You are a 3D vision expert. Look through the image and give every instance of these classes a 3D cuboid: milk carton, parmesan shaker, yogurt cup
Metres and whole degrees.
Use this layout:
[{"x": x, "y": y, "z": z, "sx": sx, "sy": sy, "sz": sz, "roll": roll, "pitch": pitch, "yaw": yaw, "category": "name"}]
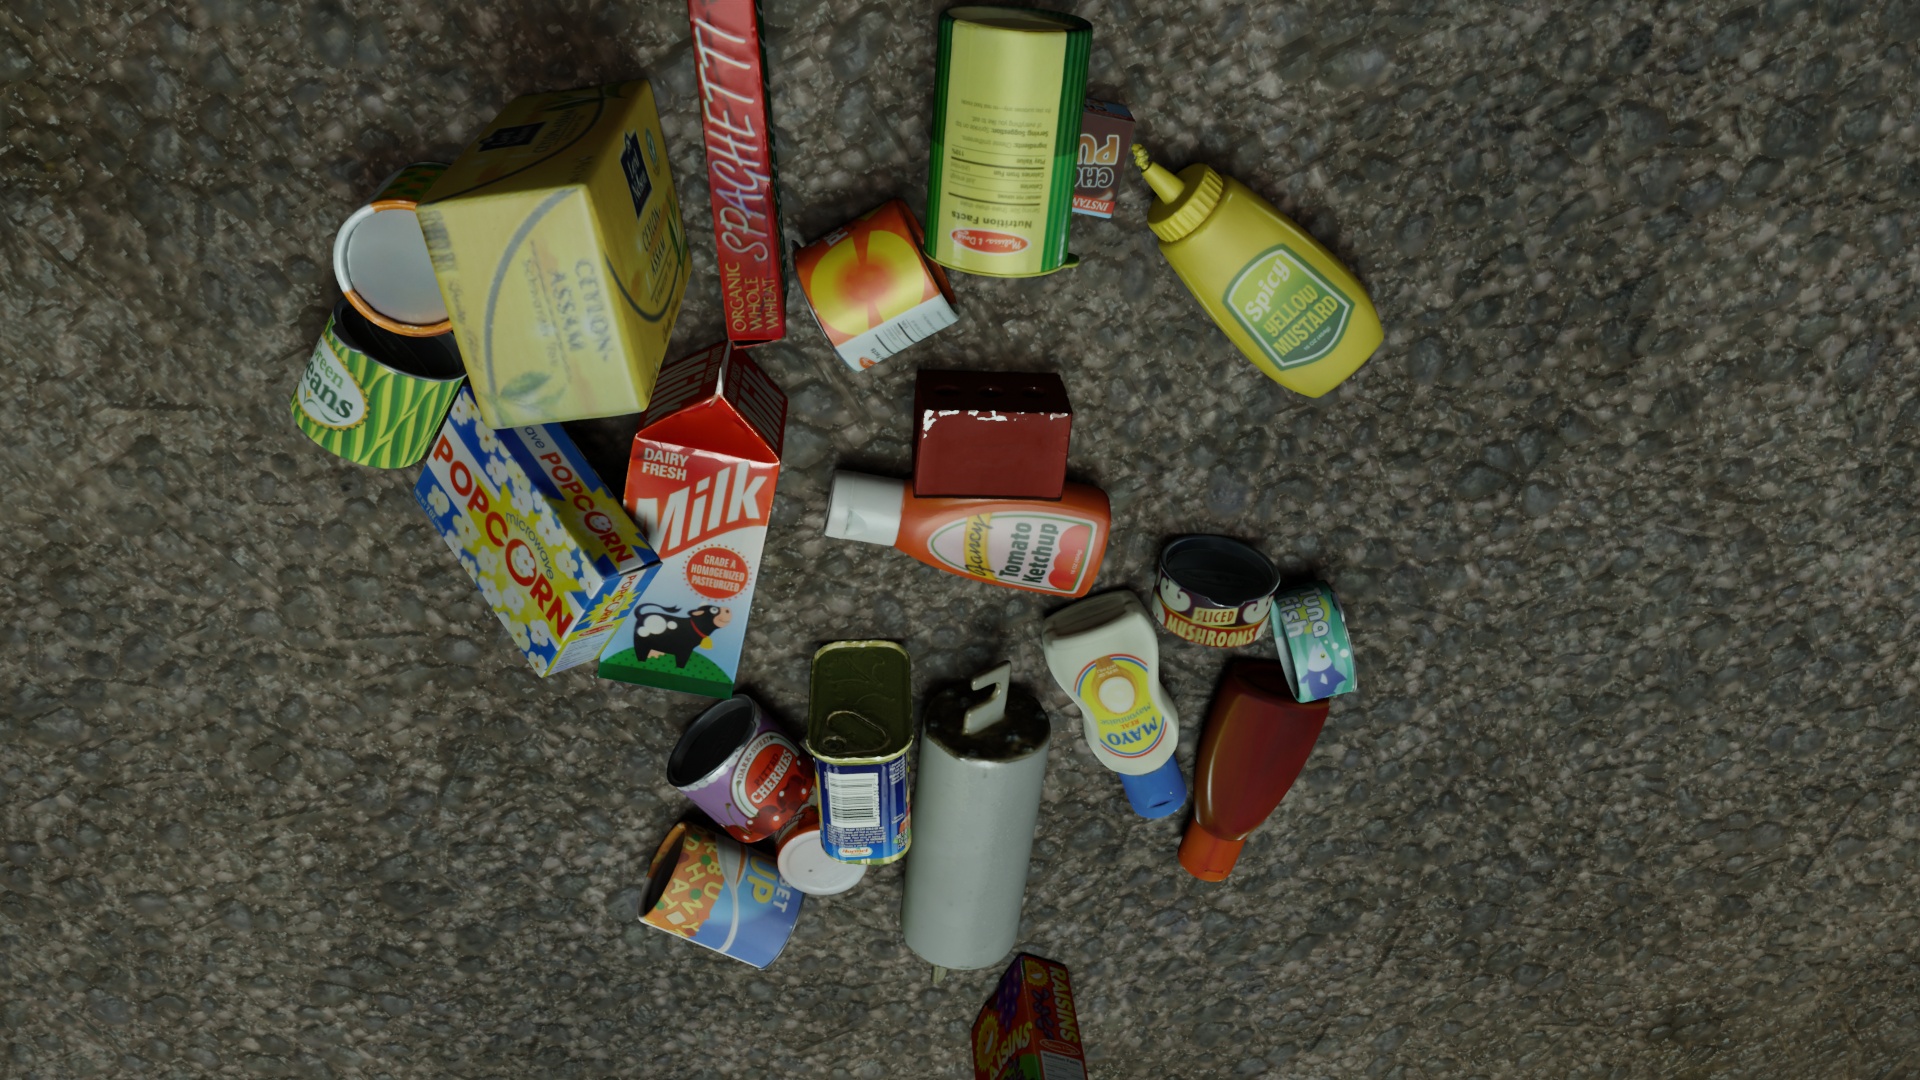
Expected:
[{"x": -0.135, "y": -0.017, "z": 0.717, "sx": 0.073, "sy": 0.073, "sz": 0.189, "roll": 11, "pitch": 119, "yaw": -10, "category": "milk carton"}, {"x": 0.023, "y": -0.174, "z": 0.604, "sx": 0.071, "sy": 0.071, "sz": 0.102, "roll": 2, "pitch": 119, "yaw": -6, "category": "parmesan shaker"}, {"x": -0.083, "y": 0.178, "z": 0.847, "sx": 0.072, "sy": 0.054, "sz": 0.072, "roll": -2, "pitch": 122, "yaw": -3, "category": "yogurt cup"}]

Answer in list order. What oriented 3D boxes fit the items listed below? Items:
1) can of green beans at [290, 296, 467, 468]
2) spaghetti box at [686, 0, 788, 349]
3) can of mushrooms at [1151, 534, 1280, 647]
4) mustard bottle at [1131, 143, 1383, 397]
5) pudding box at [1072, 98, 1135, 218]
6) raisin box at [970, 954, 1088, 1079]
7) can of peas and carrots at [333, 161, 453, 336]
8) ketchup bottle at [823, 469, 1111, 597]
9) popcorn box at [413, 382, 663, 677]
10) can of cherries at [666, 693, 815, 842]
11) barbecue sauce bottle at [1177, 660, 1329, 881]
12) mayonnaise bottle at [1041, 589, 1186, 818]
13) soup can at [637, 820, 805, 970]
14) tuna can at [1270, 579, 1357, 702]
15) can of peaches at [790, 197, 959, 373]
[{"x": -0.281, "y": -0.077, "z": 0.673, "sx": 0.071, "sy": 0.071, "sz": 0.057, "roll": 29, "pitch": 115, "yaw": -19, "category": "can of green beans"}, {"x": -0.099, "y": -0.202, "z": 0.604, "sx": 0.029, "sy": 0.050, "sz": 0.248, "roll": -3, "pitch": 129, "yaw": -3, "category": "spaghetti box"}, {"x": 0.140, "y": 0.029, "z": 0.767, "sx": 0.071, "sy": 0.071, "sz": 0.033, "roll": 4, "pitch": 122, "yaw": -7, "category": "can of mushrooms"}, {"x": 0.138, "y": -0.137, "z": 0.681, "sx": 0.160, "sy": 0.049, "sz": 0.065, "roll": 36, "pitch": 110, "yaw": -23, "category": "mustard bottle"}, {"x": 0.035, "y": -0.185, "z": 0.655, "sx": 0.084, "sy": 0.030, "sz": 0.049, "roll": 9, "pitch": 120, "yaw": -9, "category": "pudding box"}, {"x": 0.044, "y": 0.352, "z": 0.919, "sx": 0.040, "sy": 0.124, "sz": 0.085, "roll": 19, "pitch": 117, "yaw": -16, "category": "raisin box"}, {"x": -0.247, "y": -0.135, "z": 0.646, "sx": 0.071, "sy": 0.059, "sz": 0.070, "roll": -2, "pitch": 121, "yaw": -3, "category": "can of peas and carrots"}, {"x": 0.003, "y": -0.009, "z": 0.750, "sx": 0.149, "sy": 0.044, "sz": 0.064, "roll": 9, "pitch": 125, "yaw": -9, "category": "ketchup bottle"}, {"x": -0.212, "y": -0.008, "z": 0.688, "sx": 0.127, "sy": 0.038, "sz": 0.084, "roll": 51, "pitch": 127, "yaw": 13, "category": "popcorn box"}, {"x": -0.125, "y": 0.133, "z": 0.808, "sx": 0.071, "sy": 0.072, "sz": 0.058, "roll": -33, "pitch": 118, "yaw": 15, "category": "can of cherries"}, {"x": 0.173, "y": 0.145, "z": 0.854, "sx": 0.065, "sy": 0.044, "sz": 0.147, "roll": 10, "pitch": 120, "yaw": -10, "category": "barbecue sauce bottle"}, {"x": 0.098, "y": 0.101, "z": 0.823, "sx": 0.065, "sy": 0.041, "sz": 0.147, "roll": -20, "pitch": 119, "yaw": 6, "category": "mayonnaise bottle"}, {"x": -0.146, "y": 0.216, "z": 0.859, "sx": 0.084, "sy": 0.072, "sz": 0.071, "roll": 28, "pitch": 115, "yaw": -19, "category": "soup can"}, {"x": 0.199, "y": 0.056, "z": 0.789, "sx": 0.033, "sy": 0.071, "sz": 0.070, "roll": -14, "pitch": 121, "yaw": 5, "category": "tuna can"}, {"x": -0.041, "y": -0.125, "z": 0.666, "sx": 0.058, "sy": 0.071, "sz": 0.071, "roll": -25, "pitch": 119, "yaw": 11, "category": "can of peaches"}]
